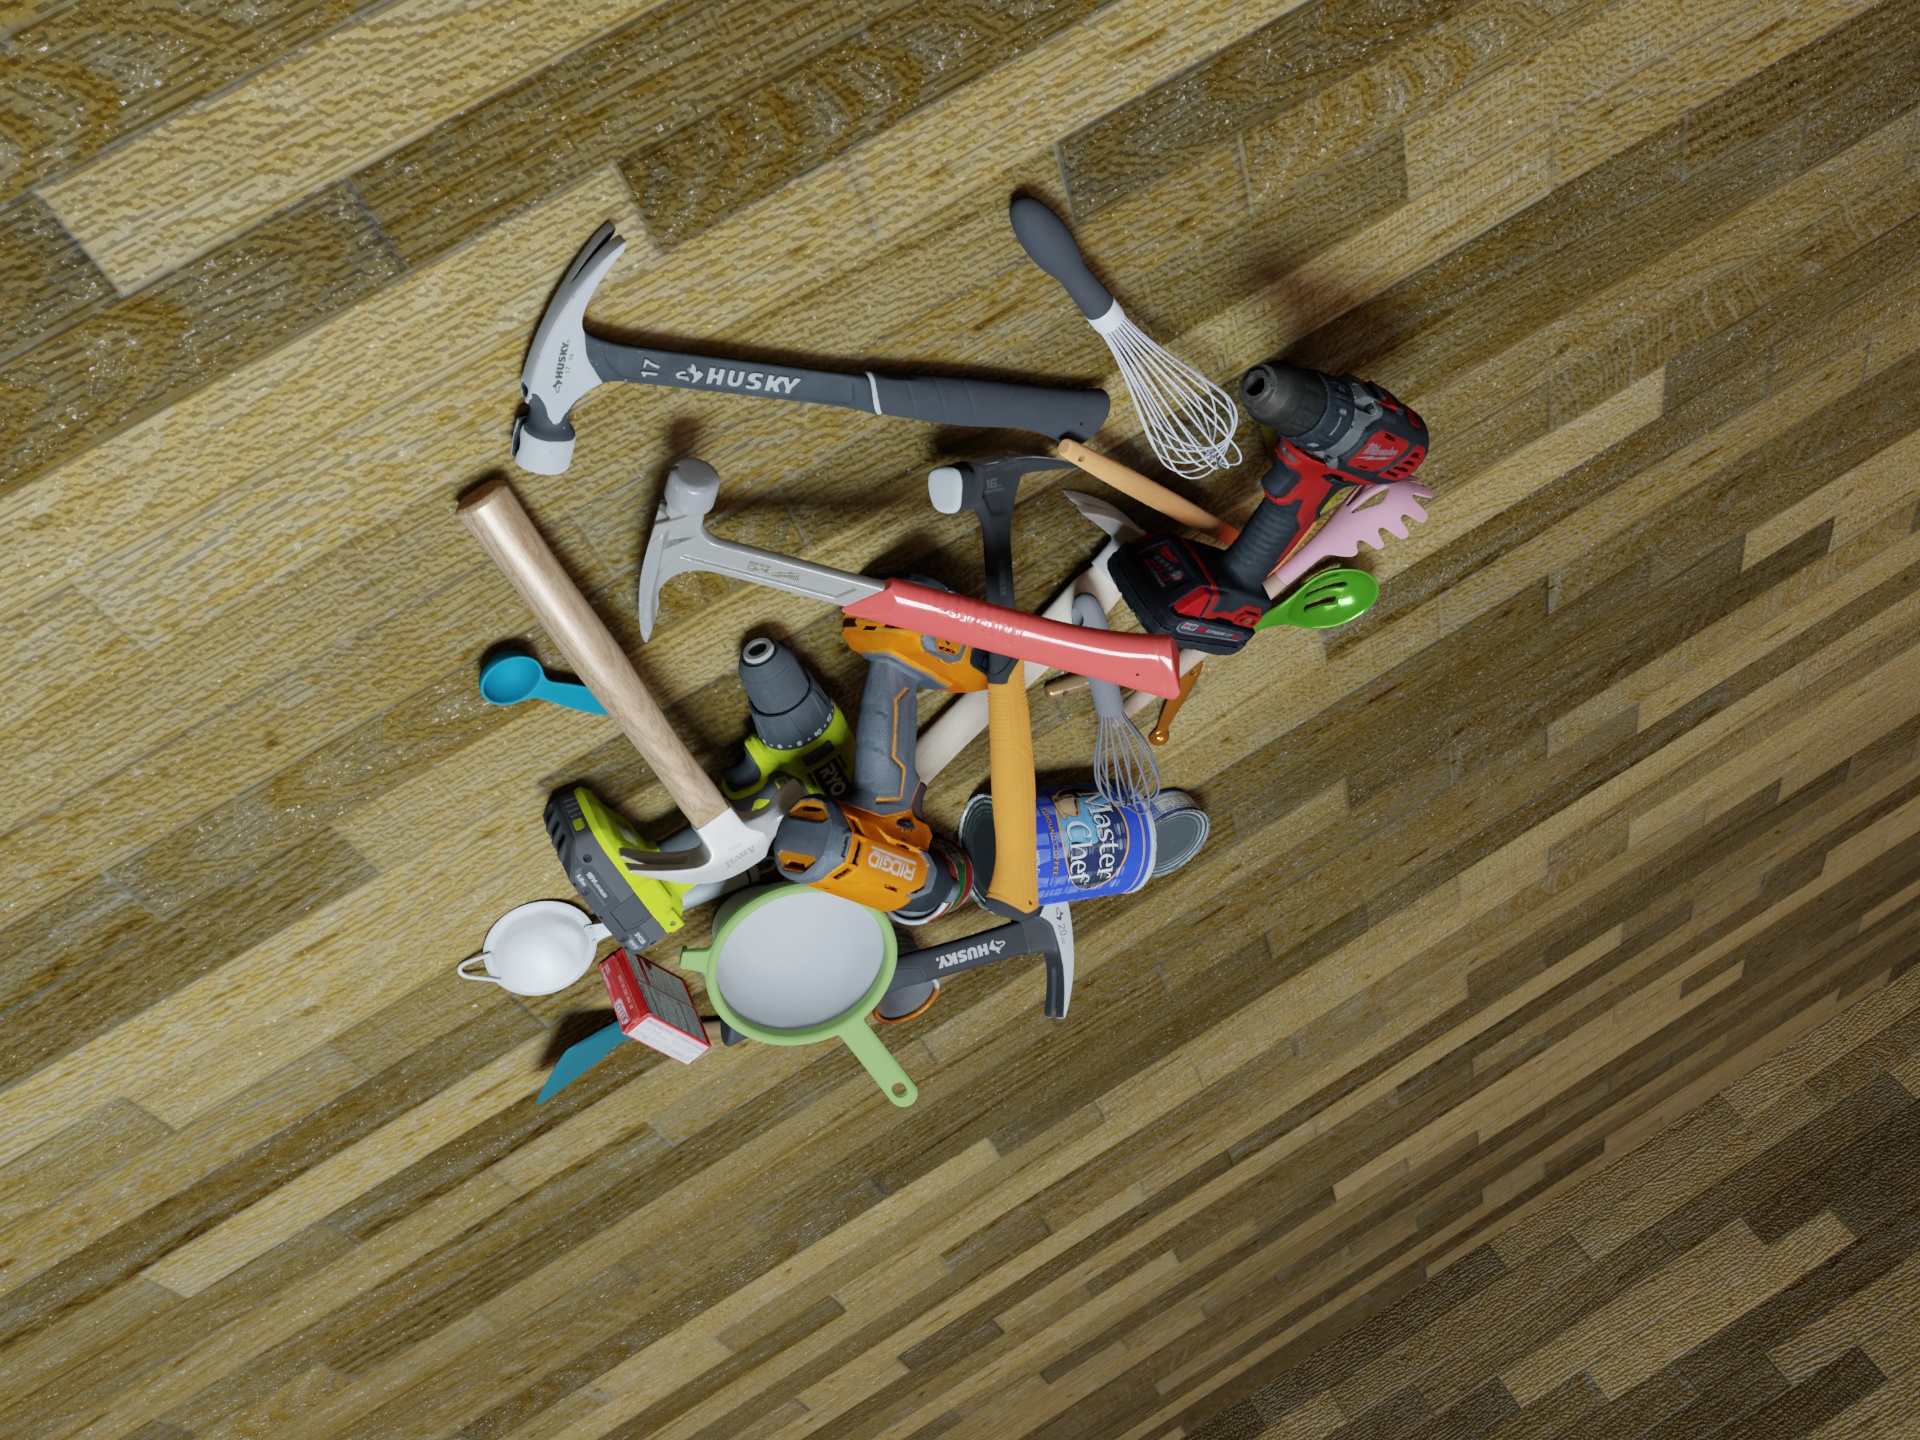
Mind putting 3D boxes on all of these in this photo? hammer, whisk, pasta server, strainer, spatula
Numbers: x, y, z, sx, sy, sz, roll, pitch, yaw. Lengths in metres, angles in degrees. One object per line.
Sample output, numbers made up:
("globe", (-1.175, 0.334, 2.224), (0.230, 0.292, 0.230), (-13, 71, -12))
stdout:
("hammer", (-0.072, -0.216, 1.011), (0.408, 0.036, 0.149), (-2, 129, -33))
("whisk", (0.120, -0.010, 1.269), (0.055, 0.055, 0.238), (-27, 133, -9))
("hammer", (-0.002, -0.004, 1.261), (0.410, 0.038, 0.146), (-46, 137, 13))
("hammer", (-0.223, -0.016, 1.042), (0.130, 0.031, 0.331), (-36, 125, -8))
("pasta server", (0.244, -0.094, 1.293), (0.316, 0.060, 0.040), (-42, 132, 19))
("strainer", (-0.261, 0.157, 1.242), (0.258, 0.050, 0.086), (-22, 123, -20))
("spatula", (0.176, -0.160, 1.218), (0.322, 0.041, 0.081), (18, 119, -45))
("spatula", (-0.215, 0.280, 1.386), (0.317, 0.044, 0.082), (3, 134, -37))
("whisk", (0.114, -0.257, 1.084), (0.070, 0.070, 0.284), (-42, 134, 9))
("hammer", (-0.028, -0.067, 1.041), (0.359, 0.037, 0.149), (14, 140, -10))
("strainer", (-0.106, 0.216, 1.287), (0.151, 0.069, 0.256), (-32, 122, 0))
("hammer", (-0.048, 0.221, 1.368), (0.334, 0.146, 0.035), (-12, 178, -27))
("hammer", (0.038, -0.020, 1.136), (0.127, 0.034, 0.336), (-18, 110, -45))

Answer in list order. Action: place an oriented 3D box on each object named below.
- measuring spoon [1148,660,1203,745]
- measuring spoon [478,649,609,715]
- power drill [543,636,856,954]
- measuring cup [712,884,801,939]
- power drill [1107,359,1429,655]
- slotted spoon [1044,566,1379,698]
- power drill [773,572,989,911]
("measuring spoon", (0.189, -0.013, 1.381), (0.021, 0.011, 0.116), (-12, 146, -24))
("measuring spoon", (-0.273, -0.024, 1.079), (0.042, 0.021, 0.128), (-49, 147, 17))
("power drill", (-0.182, 0.053, 1.166), (0.228, 0.080, 0.190), (-32, 135, -7))
("measuring cup", (-0.172, 0.202, 1.346), (0.083, 0.038, 0.167), (-15, 138, -21))
("power drill", (0.206, -0.154, 1.123), (0.187, 0.080, 0.226), (7, 134, -46))
("slotted spoon", (0.214, -0.072, 1.348), (0.313, 0.031, 0.070), (-19, 140, -15))
("power drill", (-0.036, 0.025, 1.144), (0.164, 0.084, 0.226), (28, 73, -46))
